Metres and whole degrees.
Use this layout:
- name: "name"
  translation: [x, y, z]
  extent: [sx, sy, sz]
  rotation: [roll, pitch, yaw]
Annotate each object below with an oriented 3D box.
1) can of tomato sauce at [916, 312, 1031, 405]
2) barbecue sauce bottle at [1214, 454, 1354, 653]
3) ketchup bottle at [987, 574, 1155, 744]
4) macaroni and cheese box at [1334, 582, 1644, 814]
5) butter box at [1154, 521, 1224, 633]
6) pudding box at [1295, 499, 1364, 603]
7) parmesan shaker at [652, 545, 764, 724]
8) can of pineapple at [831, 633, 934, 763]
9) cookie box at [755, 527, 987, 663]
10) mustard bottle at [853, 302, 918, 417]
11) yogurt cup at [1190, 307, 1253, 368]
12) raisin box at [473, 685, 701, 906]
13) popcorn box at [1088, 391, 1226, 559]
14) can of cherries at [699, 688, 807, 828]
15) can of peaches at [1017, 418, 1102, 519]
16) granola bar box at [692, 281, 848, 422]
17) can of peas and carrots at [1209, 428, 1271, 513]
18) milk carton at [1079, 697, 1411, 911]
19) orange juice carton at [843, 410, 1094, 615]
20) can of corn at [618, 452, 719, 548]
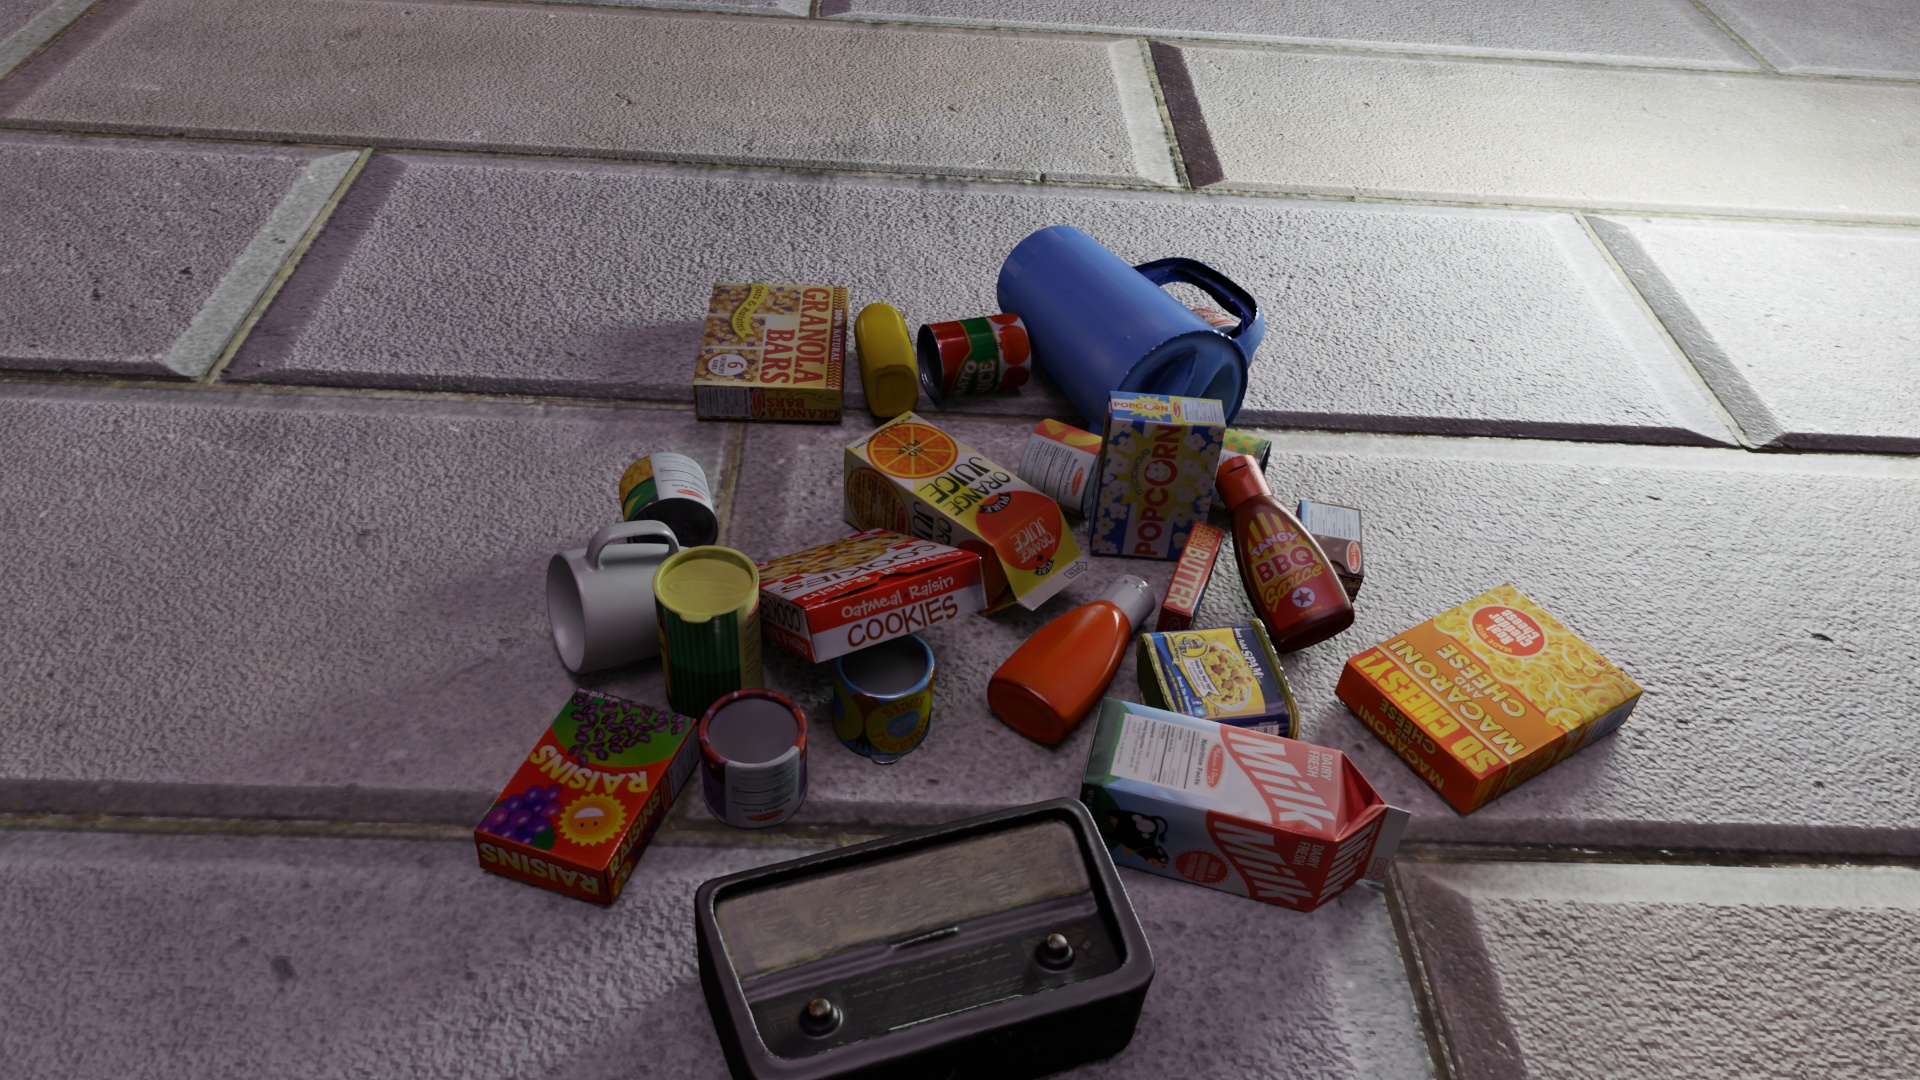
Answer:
- name: "can of tomato sauce"
  translation: [0.012, -0.159, 1.208]
  extent: [0.083, 0.070, 0.071]
  rotation: [-11, 43, -18]
- name: "barbecue sauce bottle"
  translation: [0.230, 0.006, 1.021]
  extent: [0.065, 0.043, 0.149]
  rotation: [-23, 61, 4]
- name: "ketchup bottle"
  translation: [0.084, 0.076, 0.960]
  extent: [0.065, 0.043, 0.149]
  rotation: [28, 46, 23]
- name: "macaroni and cheese box"
  translation: [0.362, 0.105, 0.956]
  extent: [0.167, 0.040, 0.124]
  rotation: [-20, 47, -26]
- name: "butter box"
  translation: [0.164, 0.037, 1.006]
  extent: [0.024, 0.052, 0.104]
  rotation: [18, 43, 12]
- name: "pudding box"
  translation: [0.282, 0.007, 1.069]
  extent: [0.050, 0.030, 0.084]
  rotation: [10, 41, 5]
- name: "parmesan shaker"
  translation: [-0.164, 0.065, 0.904]
  extent: [0.071, 0.102, 0.072]
  rotation: [3, 40, -2]
- name: "can of pineapple"
  translation: [-0.050, 0.100, 0.909]
  extent: [0.071, 0.057, 0.071]
  rotation: [3, 41, -2]
- name: "cookie box"
  translation: [-0.074, 0.032, 0.936]
  extent: [0.123, 0.040, 0.167]
  rotation: [-17, 13, -24]
- name: "mustard bottle"
  translation: [-0.067, -0.170, 1.216]
  extent: [0.049, 0.065, 0.161]
  rotation: [-6, 38, -6]
- name: "yogurt cup"
  translation: [0.222, -0.174, 1.248]
  extent: [0.072, 0.072, 0.054]
  rotation: [-9, 35, -16]
- name: "raisin box"
  translation: [-0.224, 0.153, 0.846]
  extent: [0.086, 0.039, 0.124]
  rotation: [14, 41, 10]
- name: "popcorn box"
  translation: [0.146, -0.046, 1.044]
  extent: [0.085, 0.126, 0.038]
  rotation: [5, 37, 0]
- name: "can of cherries"
  translation: [-0.129, 0.133, 0.863]
  extent: [0.071, 0.058, 0.072]
  rotation: [3, 41, -2]
- name: "can of peaches"
  translation: [0.084, -0.057, 1.099]
  extent: [0.058, 0.070, 0.071]
  rotation: [21, 43, 18]
- name: "granola bar box"
  translation: [-0.163, -0.167, 1.219]
  extent: [0.124, 0.038, 0.166]
  rotation: [1, 41, -3]
- name: "can of peas and carrots"
  translation: [0.211, -0.056, 1.110]
  extent: [0.059, 0.070, 0.071]
  rotation: [18, 43, 15]
- name: "milk carton"
  translation: [0.169, 0.165, 0.846]
  extent: [0.191, 0.072, 0.074]
  rotation: [12, 41, 9]
- name: "orange juice carton"
  translation: [0.004, -0.013, 1.033]
  extent: [0.193, 0.072, 0.072]
  rotation: [34, 48, 29]
- name: "can of corn"
  translation: [-0.218, -0.021, 1.029]
  extent: [0.071, 0.070, 0.058]
  rotation: [-9, 42, -15]
